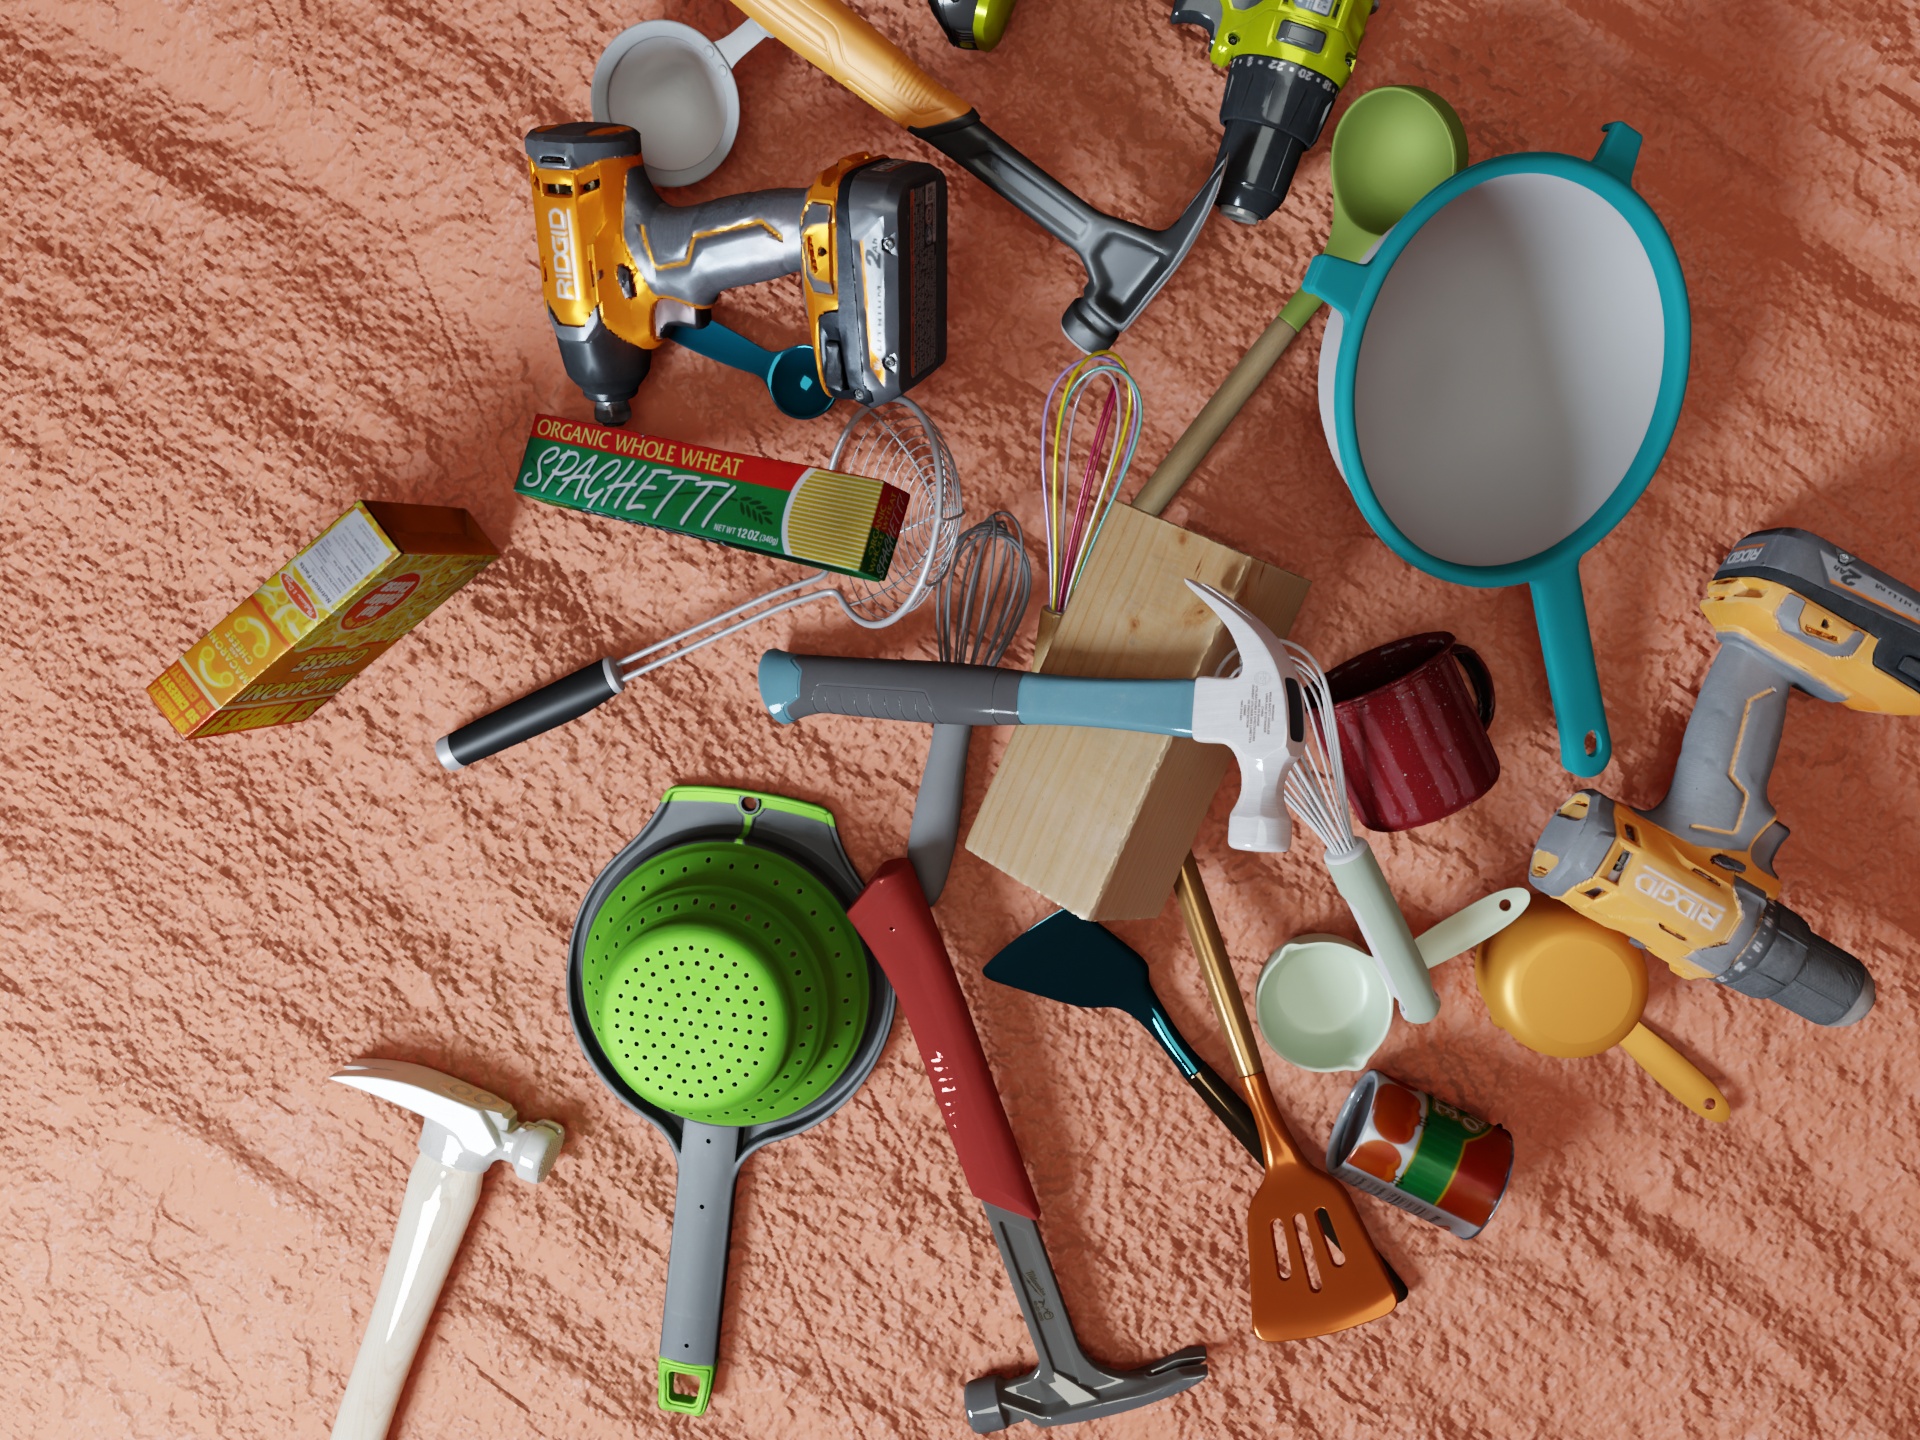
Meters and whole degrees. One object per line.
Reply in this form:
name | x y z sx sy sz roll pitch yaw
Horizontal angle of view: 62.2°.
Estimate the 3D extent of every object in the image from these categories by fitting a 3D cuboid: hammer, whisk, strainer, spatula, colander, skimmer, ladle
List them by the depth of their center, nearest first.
hammer | -0.025 -0.330 0.820 0.336 0.034 0.127 33 131 -10
hammer | 0.023 -0.011 0.839 0.331 0.033 0.128 4 88 35
whisk | 0.200 0.063 0.840 0.059 0.058 0.246 -26 108 8
strainer | 0.283 -0.126 0.847 0.211 0.095 0.340 -27 115 -12
strainer | -0.108 -0.372 0.855 0.258 0.050 0.087 -28 103 27
ladle | 0.157 -0.198 0.866 0.078 0.062 0.320 44 104 27
whisk | 0.063 -0.082 0.884 0.051 0.047 0.245 15 111 18
spatula | 0.153 0.174 0.885 0.081 0.041 0.323 -21 81 17
skimmer | -0.160 -0.062 0.901 0.363 0.090 0.127 -24 63 11
whisk | 0.000 -0.003 0.913 0.055 0.055 0.239 12 103 5
spatula | 0.149 0.229 0.925 0.317 0.044 0.082 47 124 -3
hammer | 0.024 0.248 0.933 0.149 0.037 0.359 -17 100 9
colander | -0.154 0.241 0.935 0.204 0.094 0.397 8 98 6
hammer | -0.379 0.416 1.014 0.146 0.038 0.410 20 99 5

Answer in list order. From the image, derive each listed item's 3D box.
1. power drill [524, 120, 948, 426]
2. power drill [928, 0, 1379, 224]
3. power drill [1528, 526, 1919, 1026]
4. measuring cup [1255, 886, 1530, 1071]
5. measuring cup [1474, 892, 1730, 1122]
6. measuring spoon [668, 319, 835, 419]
power drill | -0.124 -0.230 0.857 0.226 0.084 0.164 11 120 18
power drill | 0.102 -0.384 0.838 0.228 0.080 0.190 19 100 2
power drill | 0.435 0.036 0.838 0.185 0.084 0.226 30 93 1
measuring cup | 0.245 0.136 0.906 0.167 0.038 0.083 -31 93 7
measuring cup | 0.369 0.172 0.887 0.173 0.052 0.095 41 100 2
measuring spoon | -0.124 -0.212 0.919 0.129 0.021 0.042 27 102 12
